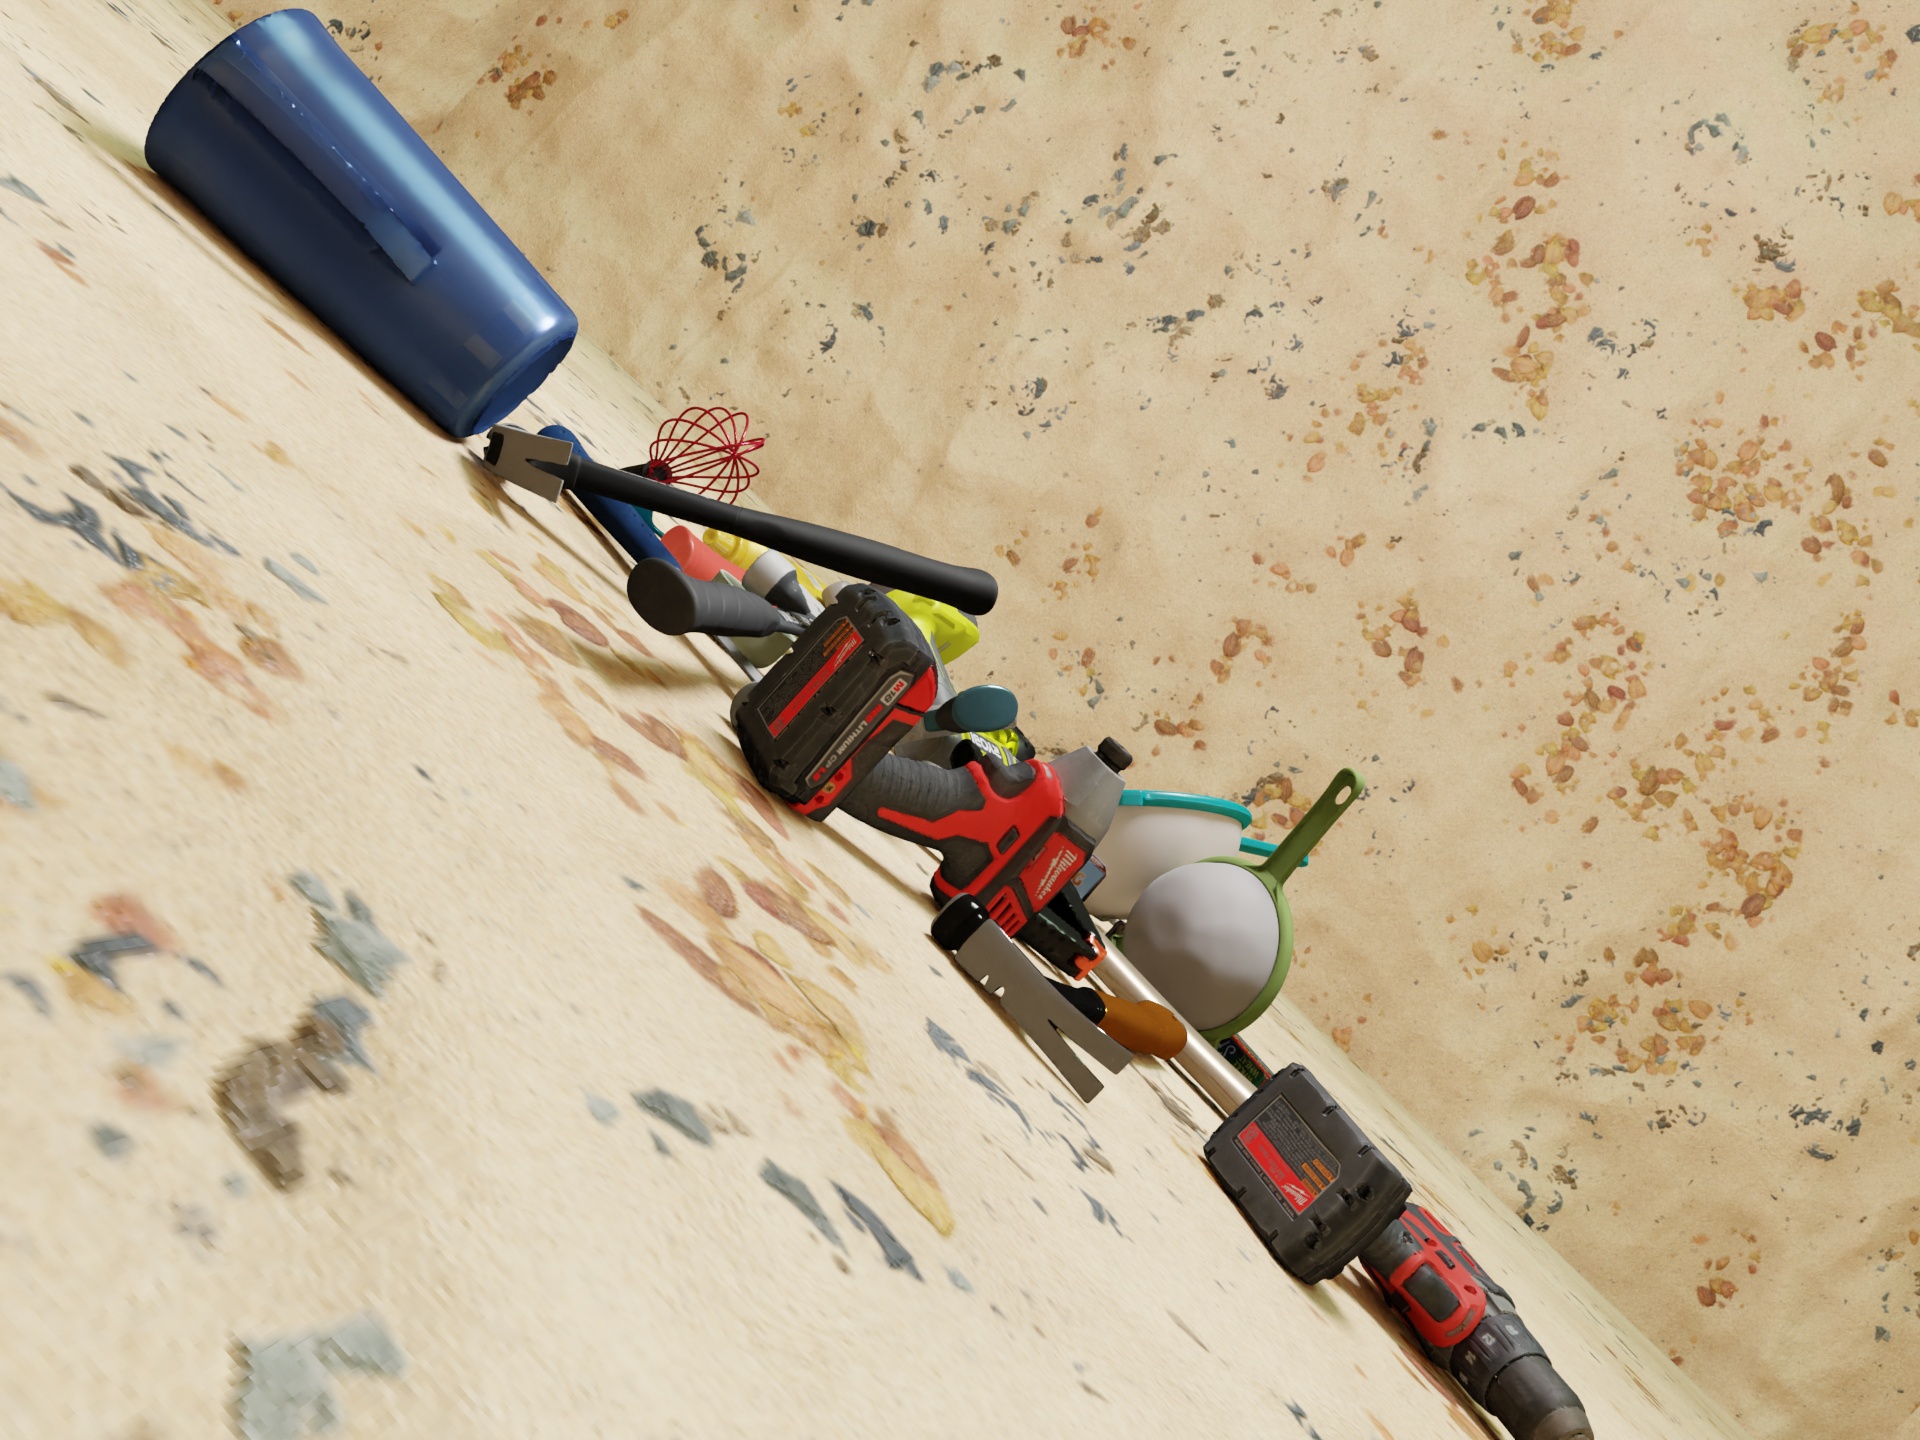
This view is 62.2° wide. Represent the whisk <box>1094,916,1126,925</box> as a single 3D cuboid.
[{"bbox_3d":[0.145,0.185,1.533,0.059,0.058,0.246,-2,-28,42],"label":"whisk"}]

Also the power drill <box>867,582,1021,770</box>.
[{"bbox_3d":[-0.007,-0.017,1.452,0.190,0.080,0.229,31,32,-51],"label":"power drill"}]

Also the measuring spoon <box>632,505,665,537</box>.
[{"bbox_3d":[-0.251,-0.166,1.401,0.128,0.021,0.042,41,4,-16],"label":"measuring spoon"}]

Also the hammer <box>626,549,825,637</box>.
[{"bbox_3d":[-0.115,-0.058,0.955,0.149,0.036,0.409,43,5,4],"label":"hammer"}]

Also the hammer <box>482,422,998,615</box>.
[{"bbox_3d":[-0.127,-0.122,1.001,0.334,0.035,0.146,15,7,-24],"label":"hammer"}]

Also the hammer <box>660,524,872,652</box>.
[{"bbox_3d":[-0.149,-0.088,1.355,0.149,0.036,0.358,66,15,17],"label":"hammer"}]

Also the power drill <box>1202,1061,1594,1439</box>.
[{"bbox_3d":[0.258,0.318,0.915,0.226,0.080,0.188,45,3,-29],"label":"power drill"}]

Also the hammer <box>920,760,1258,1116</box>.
[{"bbox_3d":[0.107,0.180,1.175,0.411,0.038,0.146,45,5,25],"label":"hammer"}]

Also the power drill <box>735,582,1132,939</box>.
[{"bbox_3d":[-0.004,0.027,0.889,0.219,0.143,0.079,38,8,-35],"label":"power drill"}]

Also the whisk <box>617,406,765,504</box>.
[{"bbox_3d":[-0.215,-0.181,1.158,0.073,0.073,0.296,42,-17,-23],"label":"whisk"}]

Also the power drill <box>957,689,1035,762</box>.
[{"bbox_3d":[-0.036,-0.017,1.642,0.223,0.080,0.171,36,8,-42],"label":"power drill"}]

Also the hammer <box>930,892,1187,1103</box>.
[{"bbox_3d":[0.089,0.181,0.961,0.127,0.034,0.336,44,3,26],"label":"hammer"}]

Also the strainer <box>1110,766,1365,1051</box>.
[{"bbox_3d":[0.210,0.129,1.225,0.069,0.256,0.152,26,18,-40],"label":"strainer"}]

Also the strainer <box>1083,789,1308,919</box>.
[{"bbox_3d":[0.196,0.136,1.421,0.340,0.095,0.211,14,-18,-37],"label":"strainer"}]

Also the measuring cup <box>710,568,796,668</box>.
[{"bbox_3d":[-0.130,-0.041,1.175,0.167,0.038,0.083,46,3,-21],"label":"measuring cup"}]

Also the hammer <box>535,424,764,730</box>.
[{"bbox_3d":[-0.187,-0.087,1.067,0.406,0.035,0.143,46,5,38],"label":"hammer"}]

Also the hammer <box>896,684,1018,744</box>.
[{"bbox_3d":[-0.002,-0.004,1.157,0.331,0.128,0.033,166,-85,-84],"label":"hammer"}]
